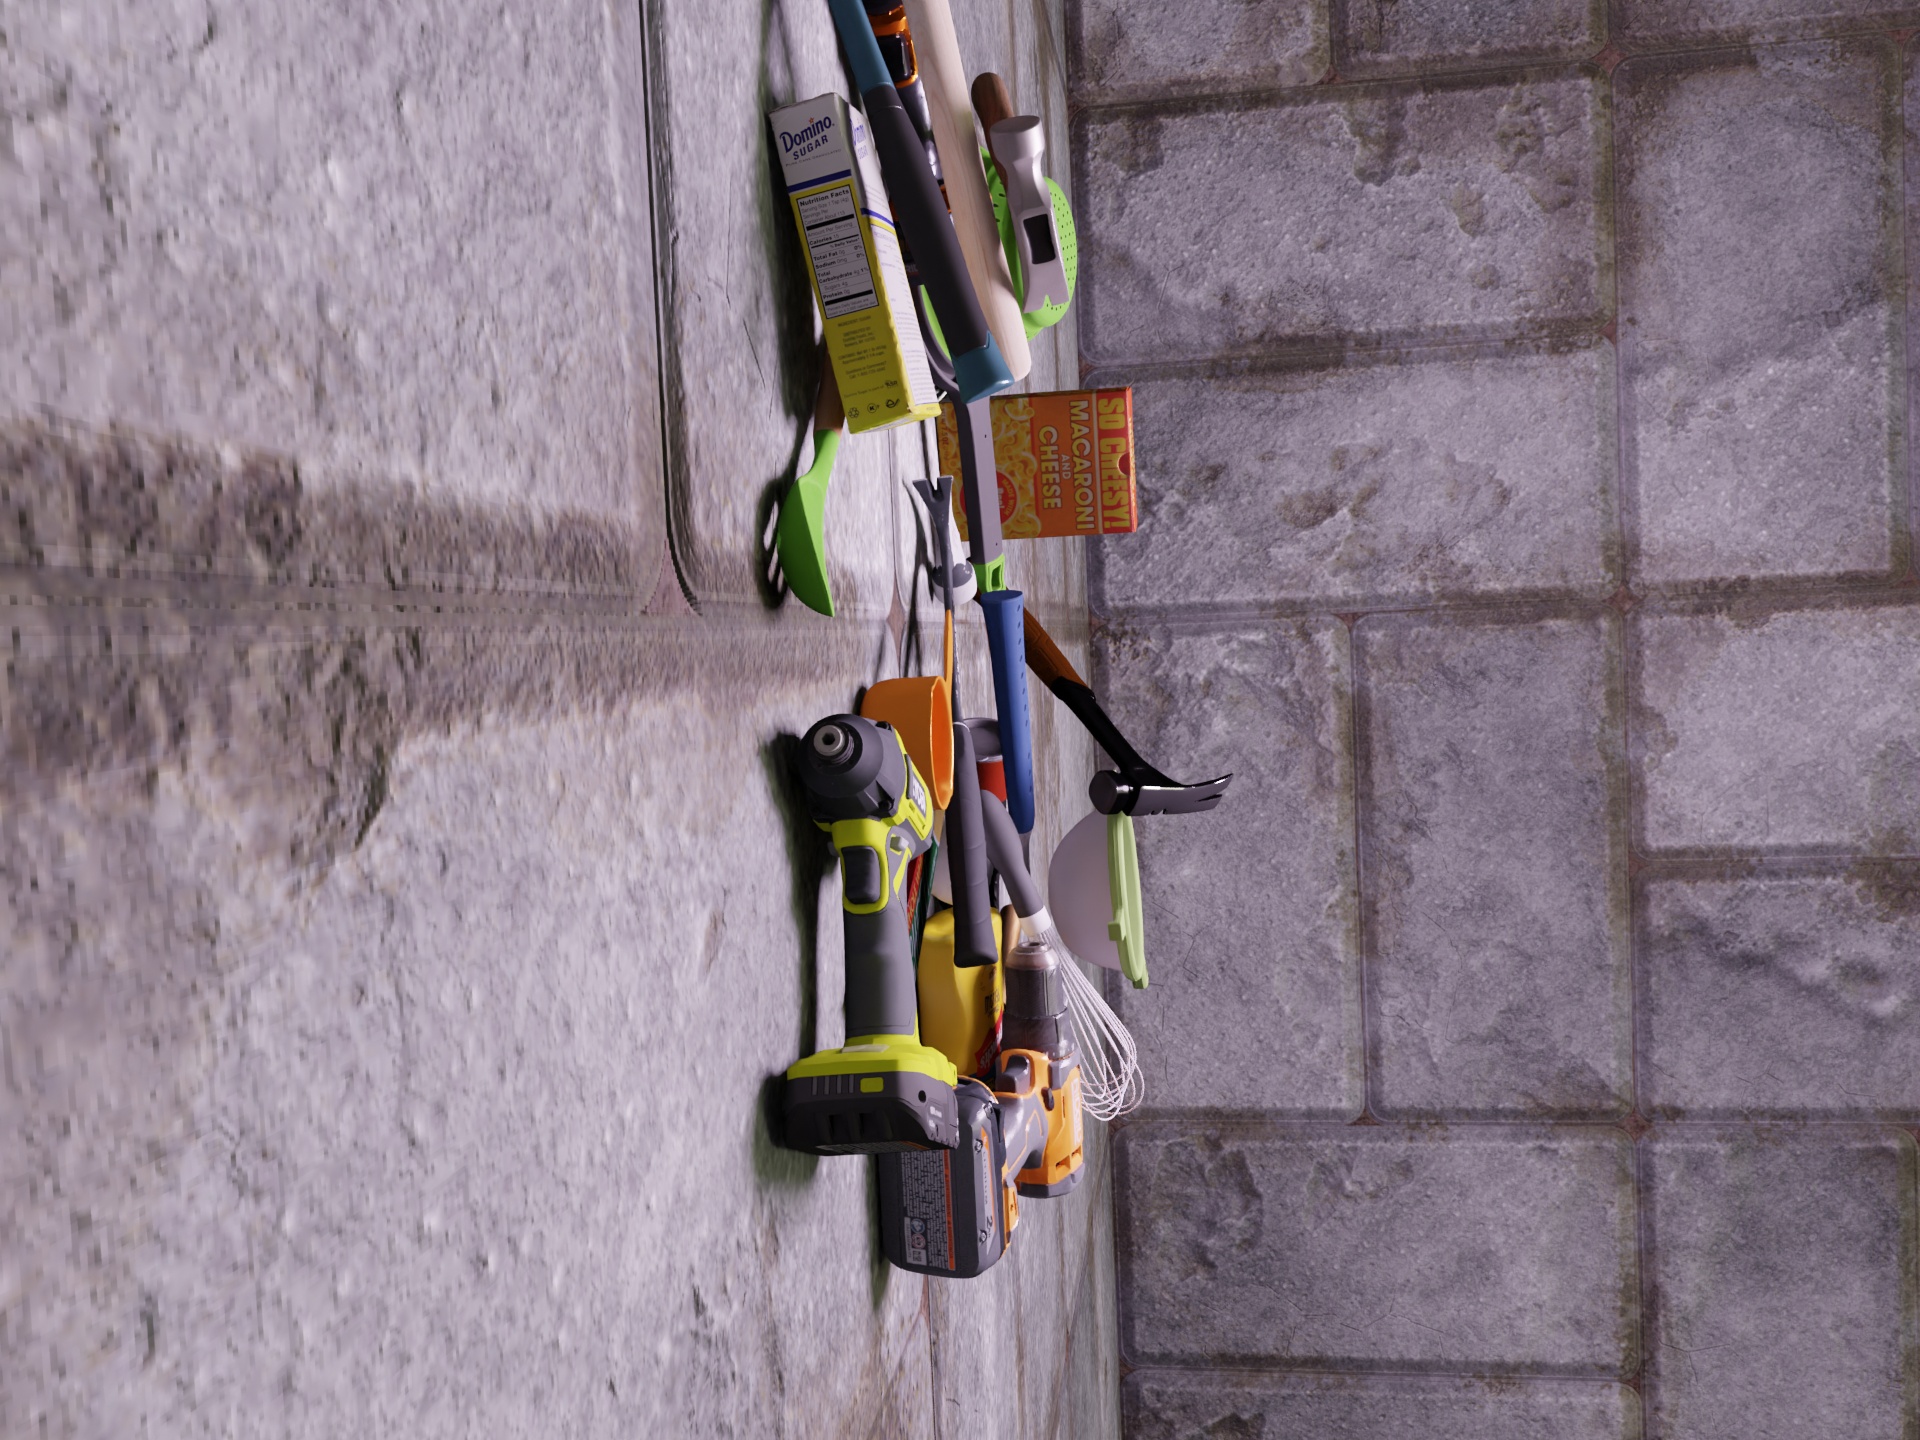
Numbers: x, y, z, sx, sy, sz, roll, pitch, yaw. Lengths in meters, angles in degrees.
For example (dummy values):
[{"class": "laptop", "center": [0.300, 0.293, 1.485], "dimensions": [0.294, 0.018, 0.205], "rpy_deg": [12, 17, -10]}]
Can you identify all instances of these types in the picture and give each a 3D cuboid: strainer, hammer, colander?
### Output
[{"class": "strainer", "center": [0.004, 0.098, 1.254], "dimensions": [0.258, 0.050, 0.087], "rpy_deg": [-25, 108, -78]}, {"class": "hammer", "center": [0.034, -0.376, 1.071], "dimensions": [0.332, 0.031, 0.130], "rpy_deg": [-97, 174, -55]}, {"class": "hammer", "center": [-0.013, -0.374, 0.893], "dimensions": [0.146, 0.038, 0.410], "rpy_deg": [-106, 179, -53]}, {"class": "strainer", "center": [0.116, 0.165, 1.327], "dimensions": [0.256, 0.069, 0.152], "rpy_deg": [73, 15, -55]}, {"class": "colander", "center": [0.038, -0.284, 1.259], "dimensions": [0.204, 0.094, 0.396], "rpy_deg": [-41, 130, -55]}, {"class": "hammer", "center": [0.051, 0.095, 1.283], "dimensions": [0.144, 0.035, 0.405], "rpy_deg": [-60, 146, -71]}, {"class": "hammer", "center": [-0.002, -0.004, 1.151], "dimensions": [0.149, 0.036, 0.409], "rpy_deg": [78, 6, -52]}, {"class": "hammer", "center": [0.090, -0.037, 1.331], "dimensions": [0.337, 0.127, 0.034], "rpy_deg": [53, -48, 42]}, {"class": "hammer", "center": [-0.038, -0.323, 0.859], "dimensions": [0.128, 0.033, 0.331], "rpy_deg": [14, 56, -77]}]

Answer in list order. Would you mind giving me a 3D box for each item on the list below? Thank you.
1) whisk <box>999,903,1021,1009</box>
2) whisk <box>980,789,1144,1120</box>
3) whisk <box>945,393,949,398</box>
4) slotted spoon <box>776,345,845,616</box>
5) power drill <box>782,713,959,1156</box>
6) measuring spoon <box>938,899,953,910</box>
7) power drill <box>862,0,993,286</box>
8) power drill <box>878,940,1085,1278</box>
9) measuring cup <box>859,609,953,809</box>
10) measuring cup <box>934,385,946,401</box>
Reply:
[{"class": "whisk", "center": [0.021, 0.257, 1.324], "dimensions": [0.047, 0.051, 0.245], "rpy_deg": [114, -9, -49]}, {"class": "whisk", "center": [0.070, 0.181, 1.218], "dimensions": [0.070, 0.070, 0.284], "rpy_deg": [-63, 131, -72]}, {"class": "whisk", "center": [0.014, -0.263, 1.479], "dimensions": [0.059, 0.058, 0.246], "rpy_deg": [54, -3, 25]}, {"class": "slotted spoon", "center": [-0.075, -0.176, 0.918], "dimensions": [0.070, 0.031, 0.314], "rpy_deg": [78, 12, -45]}, {"class": "power drill", "center": [-0.051, 0.114, 0.853], "dimensions": [0.171, 0.080, 0.223], "rpy_deg": [65, 20, -70]}, {"class": "measuring spoon", "center": [-0.017, 0.177, 1.260], "dimensions": [0.034, 0.018, 0.124], "rpy_deg": [65, 30, -51]}, {"class": "power drill", "center": [-0.037, -0.407, 1.054], "dimensions": [0.164, 0.084, 0.226], "rpy_deg": [-69, 151, -67]}, {"class": "power drill", "center": [0.025, 0.264, 1.106], "dimensions": [0.226, 0.084, 0.185], "rpy_deg": [-12, 100, -64]}, {"class": "measuring cup", "center": [-0.034, -0.014, 1.065], "dimensions": [0.174, 0.052, 0.095], "rpy_deg": [-86, 169, -46]}, {"class": "measuring cup", "center": [-0.003, -0.334, 1.350], "dimensions": [0.038, 0.083, 0.168], "rpy_deg": [49, 51, -33]}]
